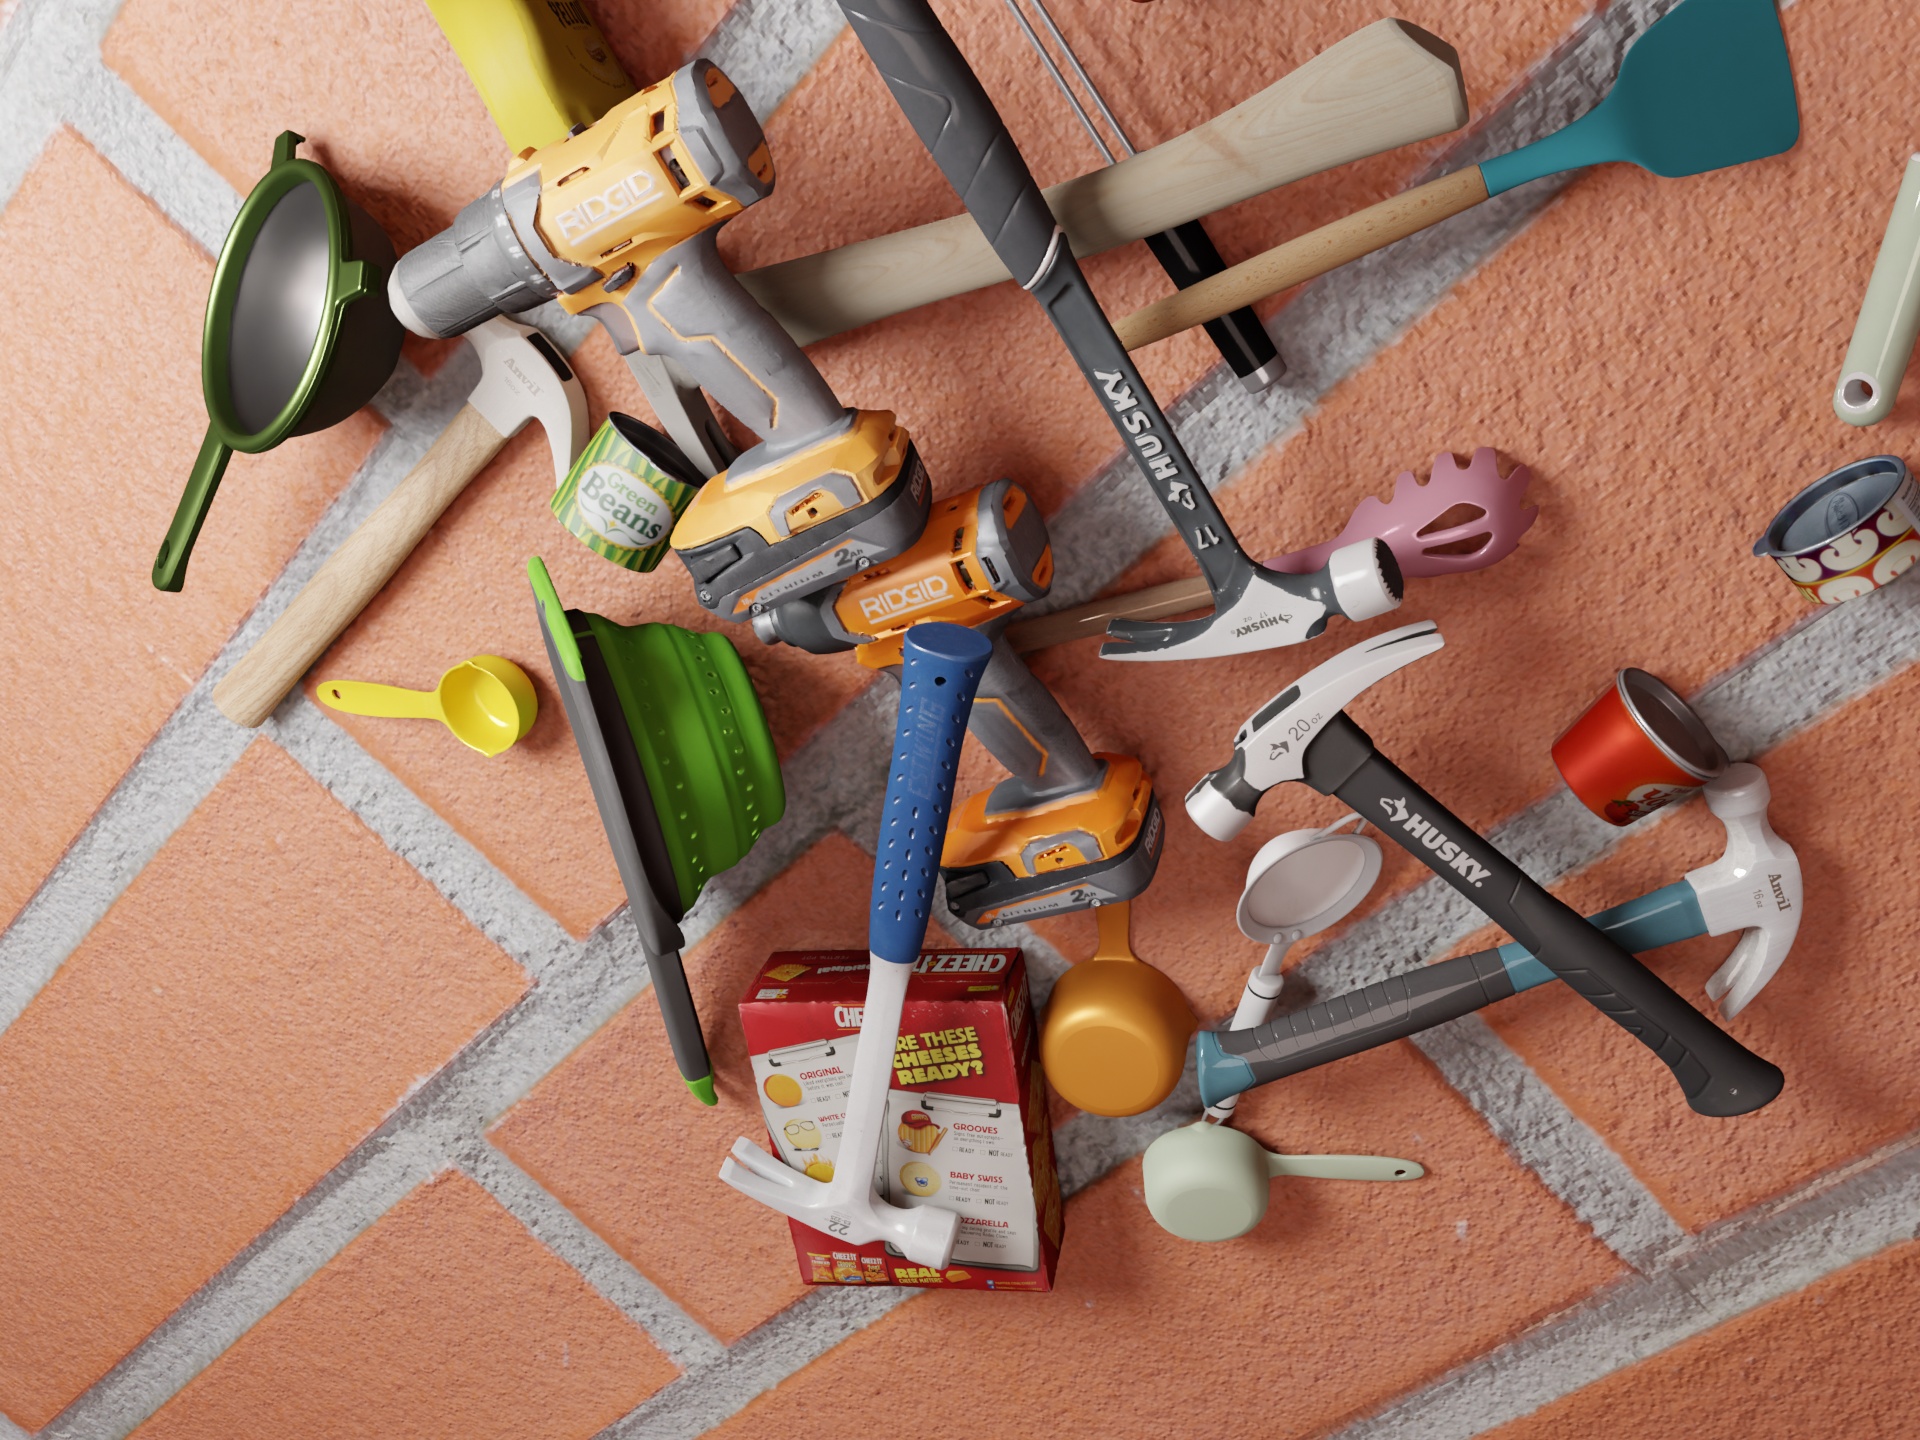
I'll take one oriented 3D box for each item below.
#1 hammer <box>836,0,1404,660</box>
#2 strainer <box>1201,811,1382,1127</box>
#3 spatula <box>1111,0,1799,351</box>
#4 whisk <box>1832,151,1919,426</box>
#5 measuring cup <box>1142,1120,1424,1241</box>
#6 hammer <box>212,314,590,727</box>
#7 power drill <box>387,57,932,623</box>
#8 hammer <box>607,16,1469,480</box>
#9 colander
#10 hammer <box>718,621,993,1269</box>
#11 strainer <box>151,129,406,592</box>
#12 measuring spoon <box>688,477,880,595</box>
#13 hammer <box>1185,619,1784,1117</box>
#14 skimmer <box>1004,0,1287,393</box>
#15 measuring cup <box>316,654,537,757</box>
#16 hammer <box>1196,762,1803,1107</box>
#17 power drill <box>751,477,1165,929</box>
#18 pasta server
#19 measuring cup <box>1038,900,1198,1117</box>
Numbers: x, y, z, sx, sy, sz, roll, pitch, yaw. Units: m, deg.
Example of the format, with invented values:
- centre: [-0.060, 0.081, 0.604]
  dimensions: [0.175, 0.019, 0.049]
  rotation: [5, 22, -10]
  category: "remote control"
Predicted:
- centre: [0.042, -0.184, 0.696]
  dimensions: [0.149, 0.036, 0.408]
  rotation: [-19, 121, 32]
  category: "hammer"
- centre: [0.172, 0.140, 0.895]
  dimensions: [0.087, 0.050, 0.258]
  rotation: [-3, 125, -23]
  category: "strainer"
- centre: [0.204, -0.226, 0.702]
  dimensions: [0.317, 0.044, 0.082]
  rotation: [-20, 110, 17]
  category: "spatula"
- centre: [0.411, -0.241, 0.660]
  dimensions: [0.058, 0.059, 0.246]
  rotation: [31, 130, 40]
  category: "whisk"
- centre: [0.193, 0.280, 0.950]
  dimensions: [0.167, 0.038, 0.083]
  rotation: [-2, 127, 10]
  category: "measuring cup"
- centre: [-0.331, -0.099, 0.912]
  dimensions: [0.331, 0.031, 0.130]
  rotation: [-39, 100, 26]
  category: "hammer"
- centre: [-0.136, -0.158, 0.731]
  dimensions: [0.185, 0.084, 0.226]
  rotation: [-21, 119, 18]
  category: "power drill"
- centre: [0.022, -0.210, 0.726]
  dimensions: [0.410, 0.038, 0.146]
  rotation: [-11, 124, 26]
  category: "hammer"
- centre: [-0.148, 0.079, 0.914]
  dimensions: [0.094, 0.205, 0.396]
  rotation: [-18, 131, -15]
  category: "colander"
- centre: [-0.043, 0.132, 0.851]
  dimensions: [0.144, 0.035, 0.405]
  rotation: [15, 121, 7]
  category: "hammer"
- centre: [-0.357, -0.167, 0.846]
  dimensions: [0.256, 0.069, 0.152]
  rotation: [-55, 52, 24]
  category: "strainer"
- centre: [-0.097, -0.104, 0.864]
  dimensions: [0.128, 0.021, 0.042]
  rotation: [26, 113, 11]
  category: "measuring spoon"
- centre: [0.285, 0.090, 0.795]
  dimensions: [0.334, 0.035, 0.146]
  rotation: [38, 111, -9]
  category: "hammer"
- centre: [0.031, -0.288, 0.701]
  dimensions: [0.127, 0.090, 0.363]
  rotation: [-26, 107, 37]
  category: "skimmer"
- centre: [-0.321, -0.015, 0.957]
  dimensions: [0.156, 0.029, 0.062]
  rotation: [5, 116, 24]
  category: "measuring cup"
- centre: [0.278, 0.137, 0.851]
  dimensions: [0.331, 0.033, 0.128]
  rotation: [-22, 108, 14]
  category: "hammer"
- centre: [-0.001, -0.003, 0.834]
  dimensions: [0.164, 0.084, 0.226]
  rotation: [-15, 116, 26]
  category: "power drill"
- centre: [0.132, -0.070, 0.817]
  dimensions: [0.316, 0.040, 0.060]
  rotation: [-13, 111, 23]
  category: "pasta server"
- centre: [0.086, 0.151, 0.913]
  dimensions: [0.095, 0.052, 0.173]
  rotation: [1, 117, 13]
  category: "measuring cup"
